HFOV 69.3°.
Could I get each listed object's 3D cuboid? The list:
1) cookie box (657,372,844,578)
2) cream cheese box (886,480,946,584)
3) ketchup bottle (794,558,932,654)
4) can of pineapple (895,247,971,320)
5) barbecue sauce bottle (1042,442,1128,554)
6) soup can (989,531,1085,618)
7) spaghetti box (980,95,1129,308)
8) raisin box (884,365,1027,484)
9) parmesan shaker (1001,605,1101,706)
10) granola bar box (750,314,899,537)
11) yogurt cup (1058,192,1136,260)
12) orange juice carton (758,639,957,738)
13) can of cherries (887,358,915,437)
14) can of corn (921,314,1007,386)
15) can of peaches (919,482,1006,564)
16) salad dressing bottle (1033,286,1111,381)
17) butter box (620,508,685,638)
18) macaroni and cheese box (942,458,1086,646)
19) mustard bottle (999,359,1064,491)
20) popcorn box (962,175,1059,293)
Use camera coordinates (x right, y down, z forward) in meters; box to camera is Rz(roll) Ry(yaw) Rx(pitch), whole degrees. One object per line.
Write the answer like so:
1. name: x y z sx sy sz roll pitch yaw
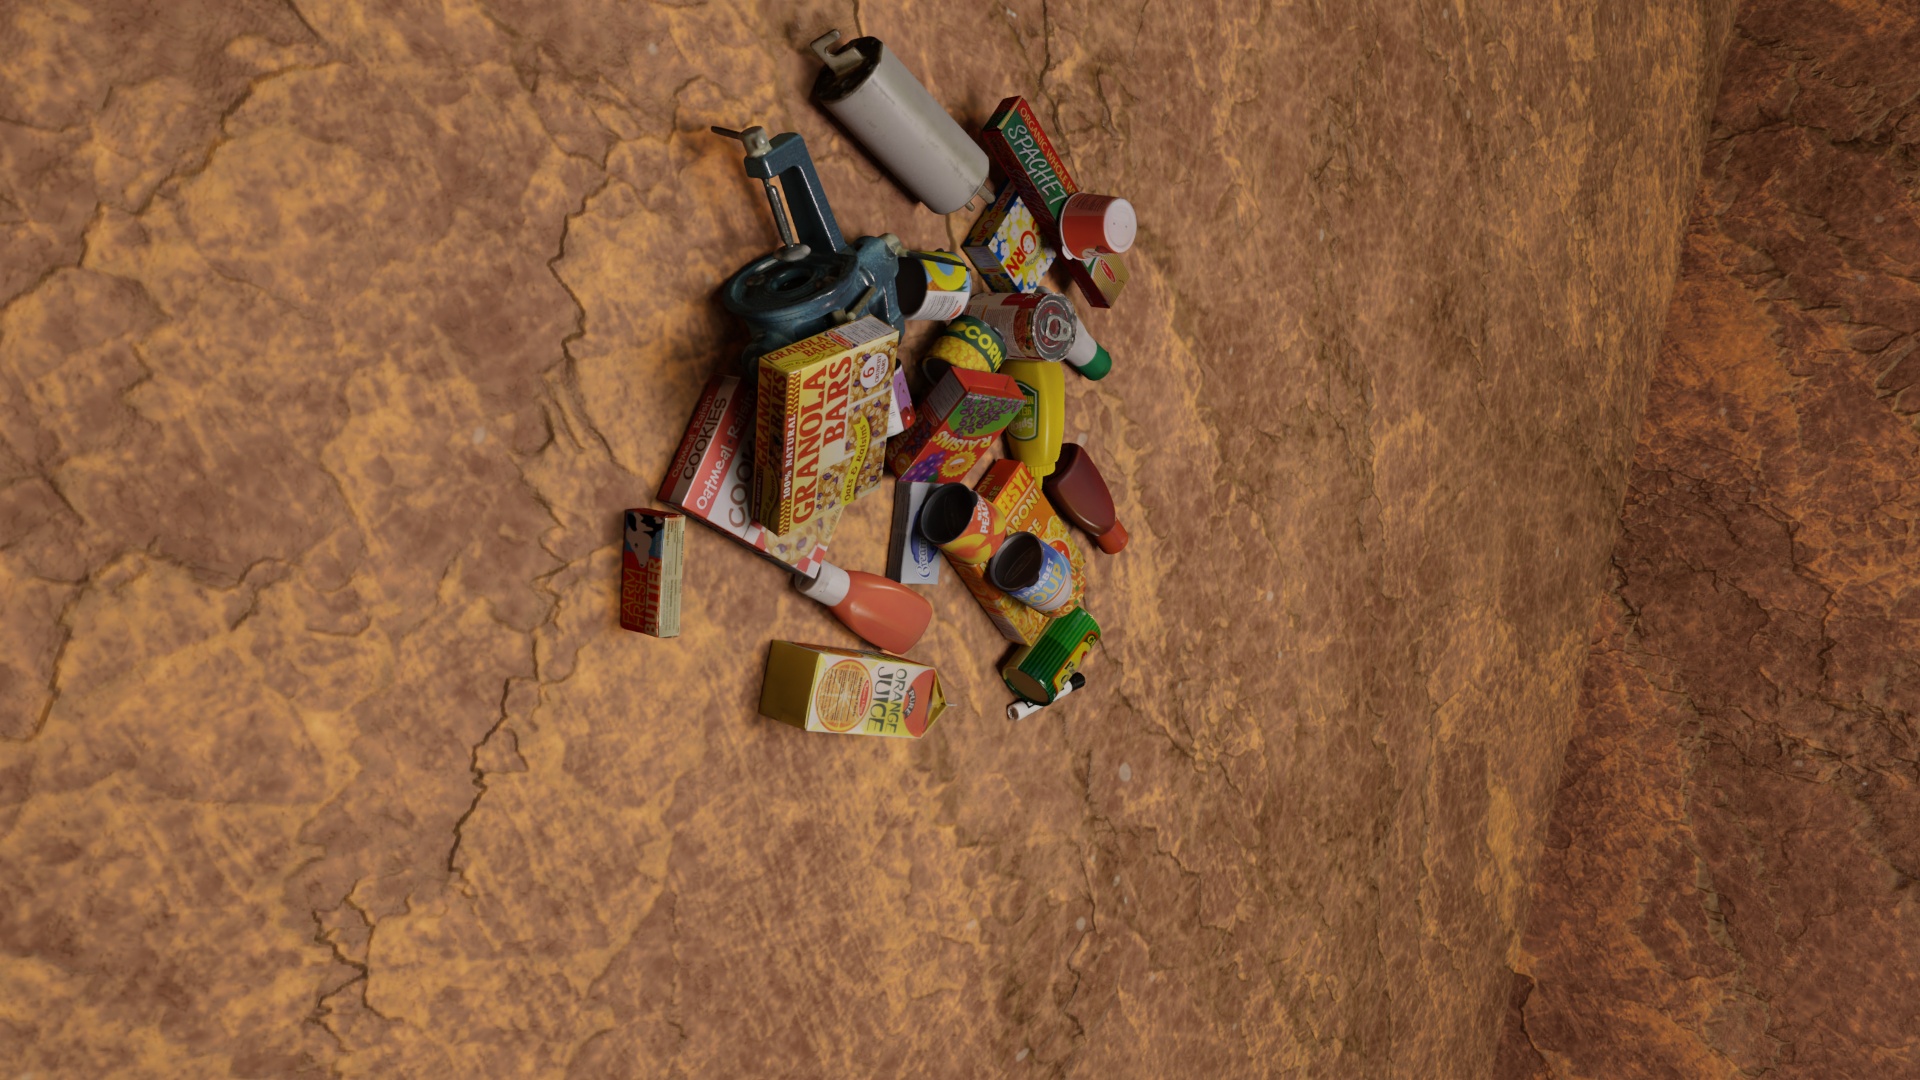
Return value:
1. cookie box: -0.173 -0.055 1.229 0.167 0.040 0.123 33 73 -45
2. cream cheese box: -0.043 -0.008 1.385 0.053 0.024 0.103 3 95 -45
3. ketchup bottle: -0.094 0.058 1.326 0.148 0.043 0.064 31 95 -44
4. can of pineapple: -0.033 -0.244 1.324 0.058 0.071 0.071 -9 103 -45
5. barbecue sauce bottle: 0.143 -0.041 1.560 0.148 0.043 0.065 50 62 -39
6. soup can: 0.082 0.038 1.430 0.083 0.071 0.071 32 74 -45
7. spaghetti box: 0.100 -0.340 1.415 0.249 0.028 0.050 49 62 -39
8. raisin box: -0.007 -0.109 1.344 0.086 0.040 0.123 1 139 -46
9. parmesan shaker: 0.099 0.125 1.530 0.103 0.071 0.071 -51 129 -27
10. granola bar box: -0.116 -0.098 1.176 0.125 0.039 0.164 -29 142 -39
11. yogurt cup: 0.140 -0.317 1.399 0.072 0.054 0.072 -11 105 -45
12. orange juice carton: -0.092 0.144 1.326 0.193 0.072 0.073 12 88 -46
13. can of cherries: -0.079 -0.133 1.296 0.072 0.071 0.058 -36 122 -37
14. can of corn: 0.005 -0.180 1.370 0.058 0.071 0.071 -55 131 -23
15. can of peaches: 0.005 -0.017 1.362 0.058 0.071 0.071 33 74 -47
16. salad dressing bottle: 0.114 -0.219 1.494 0.147 0.044 0.064 33 39 -49
17. butter box: -0.254 0.027 1.148 0.024 0.053 0.103 -3 100 -49
18. macaroni and cheese box: 0.057 0.013 1.481 0.124 0.040 0.166 -55 132 -24
19. mustard bottle: 0.078 -0.119 1.465 0.049 0.065 0.159 -28 120 -45
20. popcorn box: 0.064 -0.320 1.432 0.085 0.038 0.127 49 62 -41
